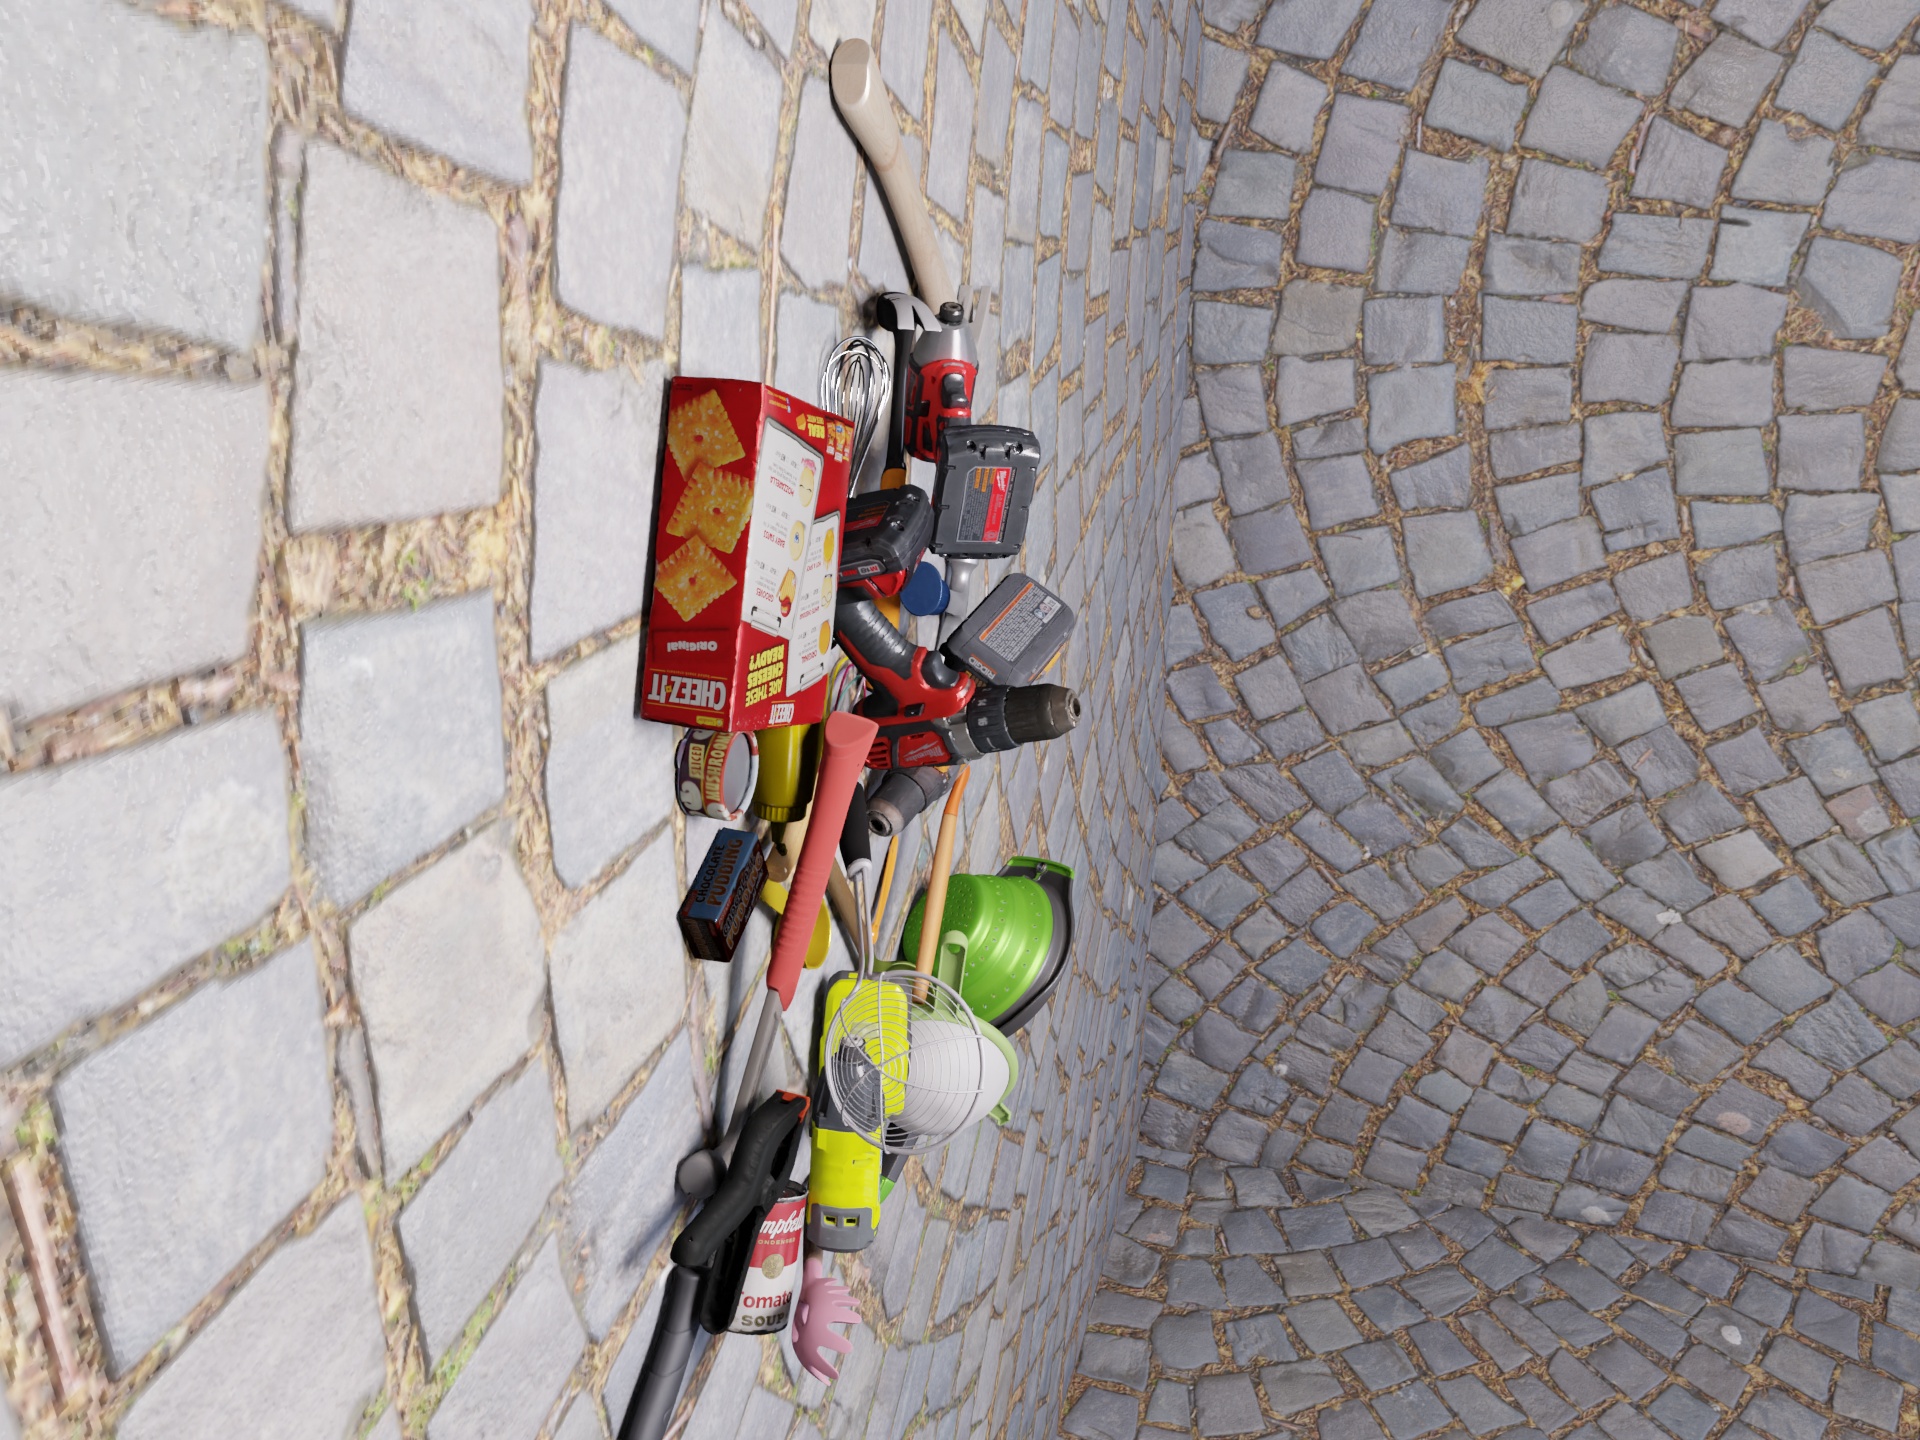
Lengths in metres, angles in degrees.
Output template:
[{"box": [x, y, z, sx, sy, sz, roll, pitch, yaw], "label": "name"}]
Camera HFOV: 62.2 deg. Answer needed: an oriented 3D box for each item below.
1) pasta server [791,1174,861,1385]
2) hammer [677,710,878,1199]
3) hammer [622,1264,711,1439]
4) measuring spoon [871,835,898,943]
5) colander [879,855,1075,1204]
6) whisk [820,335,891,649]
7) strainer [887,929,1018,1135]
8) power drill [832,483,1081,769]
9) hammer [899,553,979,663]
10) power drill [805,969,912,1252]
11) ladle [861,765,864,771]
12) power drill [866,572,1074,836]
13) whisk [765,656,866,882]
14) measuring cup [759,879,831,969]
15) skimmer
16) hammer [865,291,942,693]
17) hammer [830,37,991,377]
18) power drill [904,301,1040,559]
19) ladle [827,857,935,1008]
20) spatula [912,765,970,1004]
[{"box": [-0.111, 0.428, 1.268, 0.316, 0.040, 0.060, -130, -115, -83], "label": "pasta server"}, {"box": [-0.123, 0.169, 1.177, 0.149, 0.037, 0.359, -8, 115, -74], "label": "hammer"}, {"box": [-0.235, 0.561, 1.050, 0.149, 0.036, 0.409, 78, 23, -54], "label": "hammer"}, {"box": [-0.076, 0.160, 1.524, 0.021, 0.011, 0.117, 75, 22, -54], "label": "measuring spoon"}, {"box": [-0.028, 0.292, 1.595, 0.094, 0.205, 0.397, 40, 70, -33], "label": "colander"}, {"box": [-0.093, -0.175, 1.241, 0.059, 0.058, 0.246, 1, 100, -41], "label": "whisk"}, {"box": [-0.019, 0.299, 1.439, 0.069, 0.151, 0.256, -80, 178, -51], "label": "strainer"}, {"box": [-0.025, -0.060, 1.193, 0.226, 0.188, 0.080, 65, 31, -32], "label": "power drill"}, {"box": [-0.017, -0.104, 1.431, 0.405, 0.035, 0.144, -33, 130, -85], "label": "hammer"}, {"box": [-0.085, 0.300, 1.306, 0.223, 0.080, 0.171, -85, 180, -75], "label": "power drill"}, {"box": [-0.053, 0.002, 1.497, 0.315, 0.031, 0.069, -17, 128, -76], "label": "ladle"}, {"box": [-0.002, -0.004, 1.406, 0.185, 0.084, 0.226, -49, 174, -42], "label": "power drill"}, {"box": [-0.109, 0.032, 1.271, 0.047, 0.051, 0.245, 58, 37, -33], "label": "whisk"}, {"box": [-0.145, 0.146, 1.237, 0.156, 0.029, 0.062, 55, 39, -52], "label": "measuring cup"}, {"box": [-0.057, 0.171, 1.237, 0.090, 0.127, 0.364, 44, 18, -29], "label": "skimmer"}, {"box": [-0.055, -0.179, 1.326, 0.127, 0.034, 0.336, -118, -150, -65], "label": "hammer"}, {"box": [-0.036, -0.422, 1.349, 0.410, 0.038, 0.146, 61, 37, -66], "label": "hammer"}, {"box": [-0.001, -0.244, 1.328, 0.220, 0.078, 0.143, -107, -159, -47], "label": "power drill"}, {"box": [-0.082, 0.193, 1.426, 0.078, 0.062, 0.319, -59, 152, -30], "label": "ladle"}, {"box": [-0.023, 0.115, 1.533, 0.081, 0.041, 0.323, 68, 29, -62], "label": "spatula"}]
